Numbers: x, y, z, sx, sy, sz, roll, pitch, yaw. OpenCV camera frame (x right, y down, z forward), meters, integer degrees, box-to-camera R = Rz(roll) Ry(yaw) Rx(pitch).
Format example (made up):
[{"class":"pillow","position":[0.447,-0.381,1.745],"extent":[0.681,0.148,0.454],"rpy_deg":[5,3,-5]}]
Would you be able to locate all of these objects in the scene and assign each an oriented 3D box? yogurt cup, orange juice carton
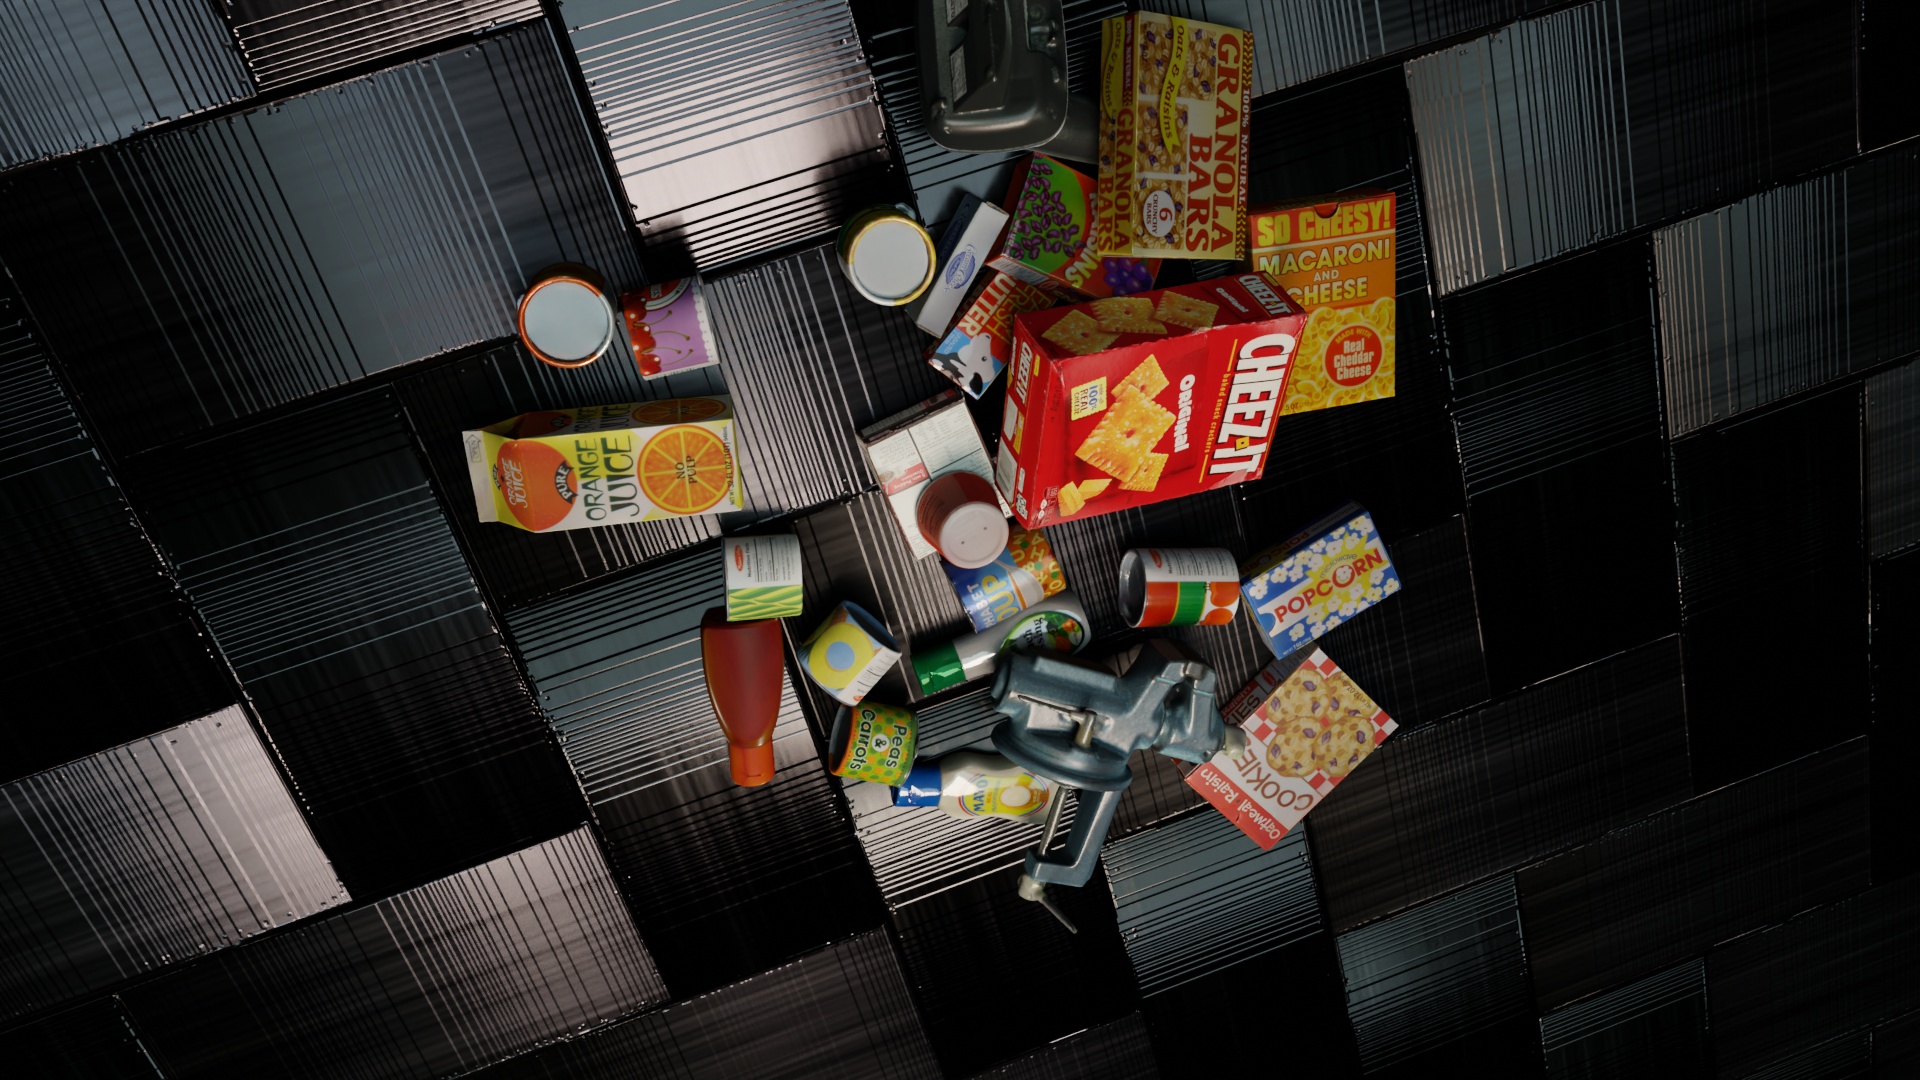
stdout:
[{"class":"yogurt cup","position":[0.004,-0.013,1.064],"extent":[0.072,0.054,0.072],"rpy_deg":[-6,113,-13]},{"class":"orange juice carton","position":[-0.260,-0.056,1.020],"extent":[0.193,0.073,0.071],"rpy_deg":[-7,112,-10]}]

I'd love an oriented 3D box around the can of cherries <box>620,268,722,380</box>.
[{"class":"can of cherries","position":[-0.208,-0.156,0.999],"extent":[0.058,0.072,0.071],"rpy_deg":[-14,113,-6]}]

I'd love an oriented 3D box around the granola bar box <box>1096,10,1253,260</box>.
[{"class":"granola bar box","position":[0.156,-0.288,1.006],"extent":[0.124,0.039,0.165],"rpy_deg":[-8,103,-39]}]

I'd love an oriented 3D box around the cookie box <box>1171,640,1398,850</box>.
[{"class":"cookie box","position":[0.292,0.182,1.250],"extent":[0.167,0.040,0.123],"rpy_deg":[-46,113,6]}]

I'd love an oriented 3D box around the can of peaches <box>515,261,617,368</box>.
[{"class":"can of peaches","position":[-0.281,-0.160,0.985],"extent":[0.071,0.058,0.071],"rpy_deg":[-4,111,-12]}]

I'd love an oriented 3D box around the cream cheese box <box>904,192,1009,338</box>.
[{"class":"cream cheese box","position":[-0.005,-0.206,1.033],"extent":[0.024,0.053,0.103],"rpy_deg":[25,103,-22]}]

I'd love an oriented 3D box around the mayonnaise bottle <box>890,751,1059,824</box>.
[{"class":"mayonnaise bottle","position":[0.015,0.212,1.199],"extent":[0.148,0.041,0.064],"rpy_deg":[3,108,-14]}]

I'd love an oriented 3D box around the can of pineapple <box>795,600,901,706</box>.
[{"class":"can of pineapple","position":[-0.091,0.089,1.117],"extent":[0.071,0.071,0.058],"rpy_deg":[40,97,-22]}]

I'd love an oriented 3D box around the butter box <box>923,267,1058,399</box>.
[{"class":"butter box","position":[0.024,-0.165,1.070],"extent":[0.053,0.024,0.103],"rpy_deg":[35,99,-22]}]

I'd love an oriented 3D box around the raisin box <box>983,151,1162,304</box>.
[{"class":"raisin box","position":[0.090,-0.225,1.040],"extent":[0.123,0.040,0.086],"rpy_deg":[21,81,-19]}]

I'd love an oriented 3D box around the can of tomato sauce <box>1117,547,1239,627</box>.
[{"class":"can of tomato sauce","position":[0.181,0.040,1.160],"extent":[0.083,0.071,0.071],"rpy_deg":[0,110,-13]}]

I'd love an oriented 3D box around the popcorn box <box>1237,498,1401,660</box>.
[{"class":"popcorn box","position":[0.306,0.033,1.200],"extent":[0.127,0.038,0.085],"rpy_deg":[-31,115,0]}]

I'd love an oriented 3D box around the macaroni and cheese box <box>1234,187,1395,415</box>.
[{"class":"macaroni and cheese box","position":[0.285,-0.189,1.111],"extent":[0.124,0.040,0.165],"rpy_deg":[-11,112,-10]}]

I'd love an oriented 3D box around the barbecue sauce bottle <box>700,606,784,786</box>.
[{"class":"barbecue sauce bottle","position":[-0.173,0.127,1.124],"extent":[0.065,0.044,0.148],"rpy_deg":[-5,112,-10]}]

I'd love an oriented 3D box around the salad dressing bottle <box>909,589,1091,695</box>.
[{"class":"salad dressing bottle","position":[0.033,0.087,1.155],"extent":[0.148,0.044,0.064],"rpy_deg":[-20,119,-5]}]

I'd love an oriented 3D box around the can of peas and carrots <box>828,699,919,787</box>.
[{"class":"can of peas and carrots","position":[-0.072,0.166,1.146],"extent":[0.059,0.071,0.070],"rpy_deg":[14,107,-16]}]

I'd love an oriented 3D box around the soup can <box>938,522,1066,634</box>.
[{"class":"soup can","position":[0.035,0.030,1.119],"extent":[0.084,0.071,0.071],"rpy_deg":[-27,114,-2]}]

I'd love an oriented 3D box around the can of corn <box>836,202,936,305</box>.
[{"class":"can of corn","position":[-0.053,-0.211,1.017],"extent":[0.071,0.058,0.071],"rpy_deg":[-4,111,-11]}]

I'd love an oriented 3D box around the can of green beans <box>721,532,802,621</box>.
[{"class":"can of green beans","position":[-0.155,0.028,1.079],"extent":[0.058,0.071,0.071],"rpy_deg":[-3,111,-12]}]
